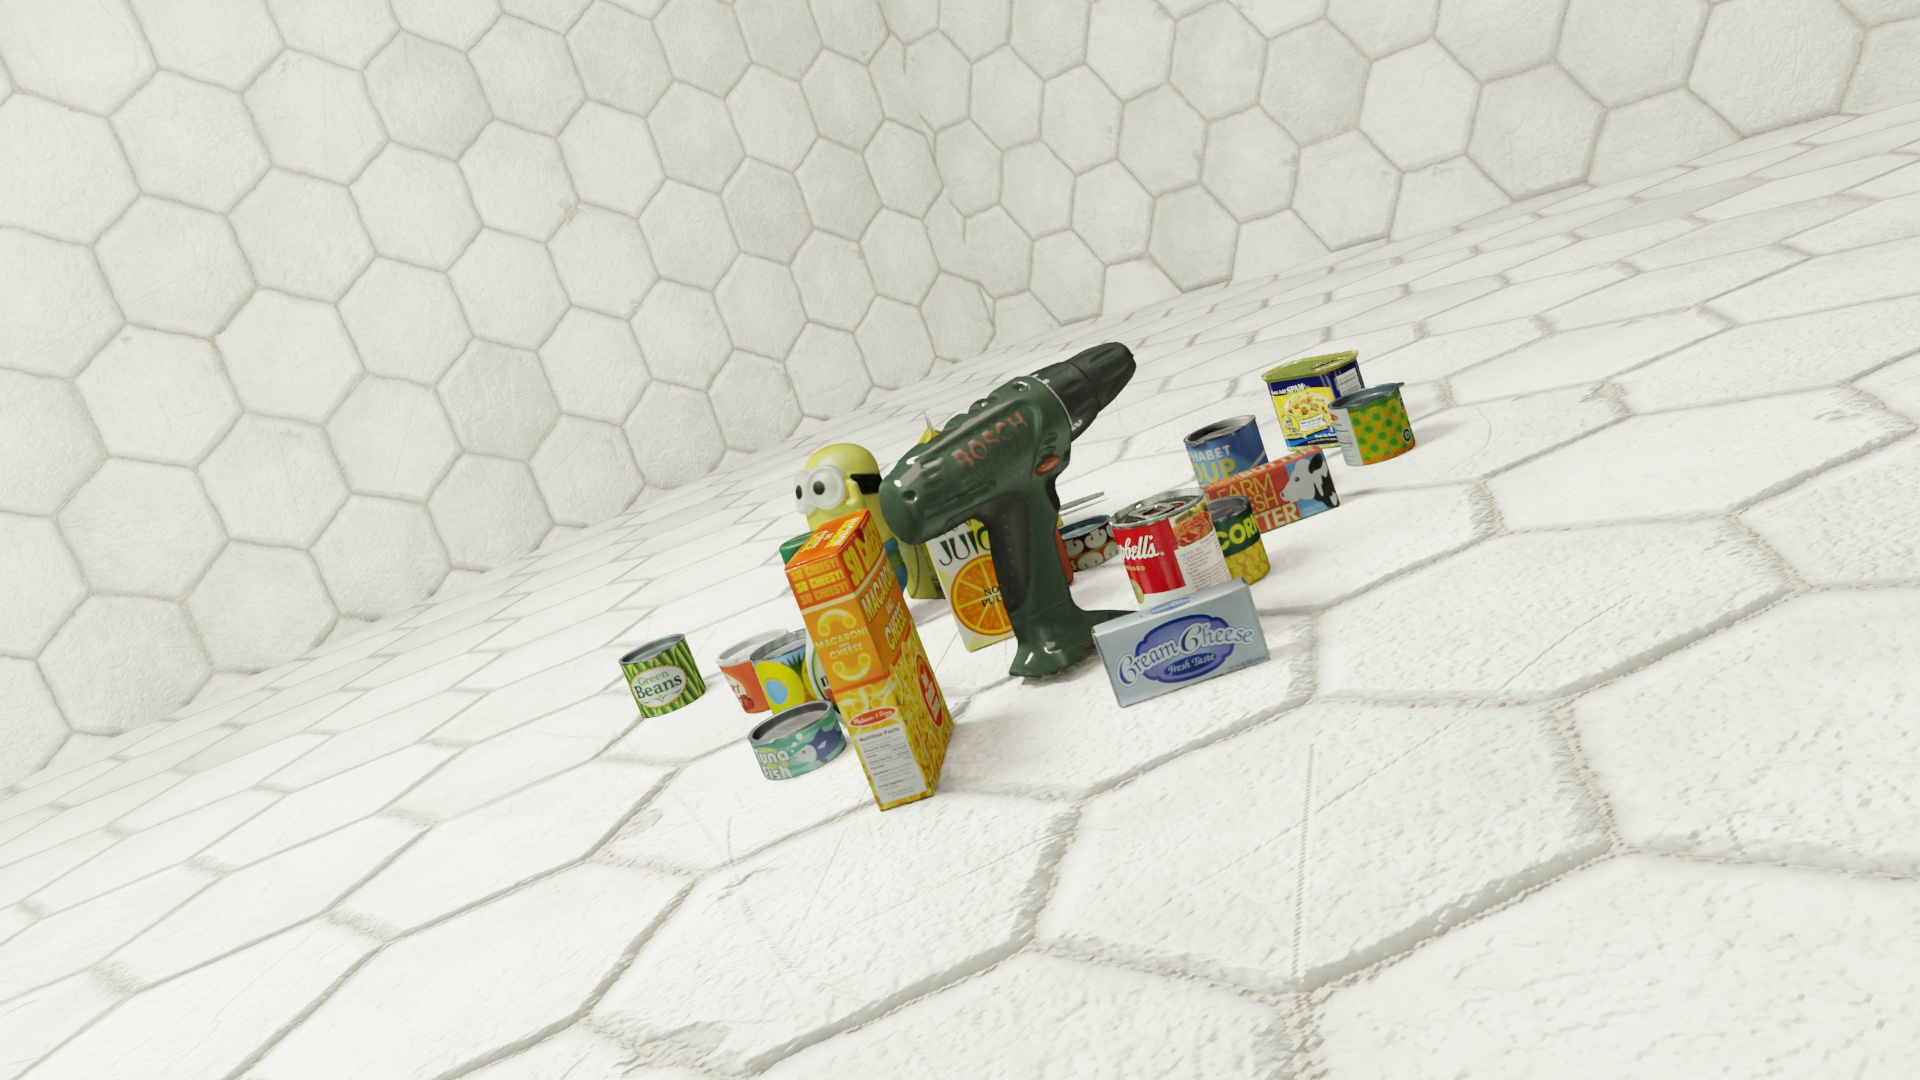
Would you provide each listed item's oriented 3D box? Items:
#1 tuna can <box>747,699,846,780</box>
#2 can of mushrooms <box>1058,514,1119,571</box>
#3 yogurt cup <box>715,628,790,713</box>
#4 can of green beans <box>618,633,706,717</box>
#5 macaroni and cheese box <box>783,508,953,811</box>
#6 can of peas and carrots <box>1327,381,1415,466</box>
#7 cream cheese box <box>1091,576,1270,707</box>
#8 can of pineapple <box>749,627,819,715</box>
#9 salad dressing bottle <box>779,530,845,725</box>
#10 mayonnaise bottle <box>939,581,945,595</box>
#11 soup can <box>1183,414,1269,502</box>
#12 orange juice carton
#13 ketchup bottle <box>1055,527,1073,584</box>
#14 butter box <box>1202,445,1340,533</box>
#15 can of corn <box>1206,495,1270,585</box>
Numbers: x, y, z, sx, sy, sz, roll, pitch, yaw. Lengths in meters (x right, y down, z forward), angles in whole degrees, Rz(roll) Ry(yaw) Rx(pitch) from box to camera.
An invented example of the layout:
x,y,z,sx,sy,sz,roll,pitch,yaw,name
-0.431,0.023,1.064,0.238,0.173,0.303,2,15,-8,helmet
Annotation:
x,y,z,sx,sy,sz,roll,pitch,yaw,name
-0.120,0.146,1.012,0.071,0.032,0.071,-19,11,4,tuna can
0.110,0.004,1.282,0.071,0.033,0.071,-19,11,4,can of mushrooms
-0.170,0.113,1.198,0.072,0.054,0.072,-19,11,4,yogurt cup
-0.281,0.128,1.312,0.071,0.057,0.071,-19,11,4,can of green beans
-0.055,0.073,0.905,0.040,0.166,0.124,-18,11,10,macaroni and cheese box
0.380,-0.107,1.276,0.071,0.058,0.071,-19,11,4,can of peas and carrots
0.141,0.065,0.890,0.104,0.053,0.024,-19,11,6,cream cheese box
-0.131,0.109,1.140,0.071,0.057,0.071,-19,11,4,can of pineapple
-0.095,0.066,1.053,0.064,0.147,0.044,-19,11,6,salad dressing bottle
-0.004,-0.015,1.277,0.065,0.147,0.041,-24,11,-18,mayonnaise bottle
0.240,-0.060,1.232,0.071,0.083,0.071,-19,11,4,soup can
0.004,-0.014,1.145,0.073,0.192,0.072,-20,11,0,orange juice carton
0.048,-0.022,1.219,0.065,0.148,0.043,-21,11,-2,ketchup bottle
0.261,-0.038,1.169,0.103,0.053,0.024,-20,11,2,butter box
0.200,0.004,1.064,0.071,0.058,0.071,-19,11,4,can of corn
